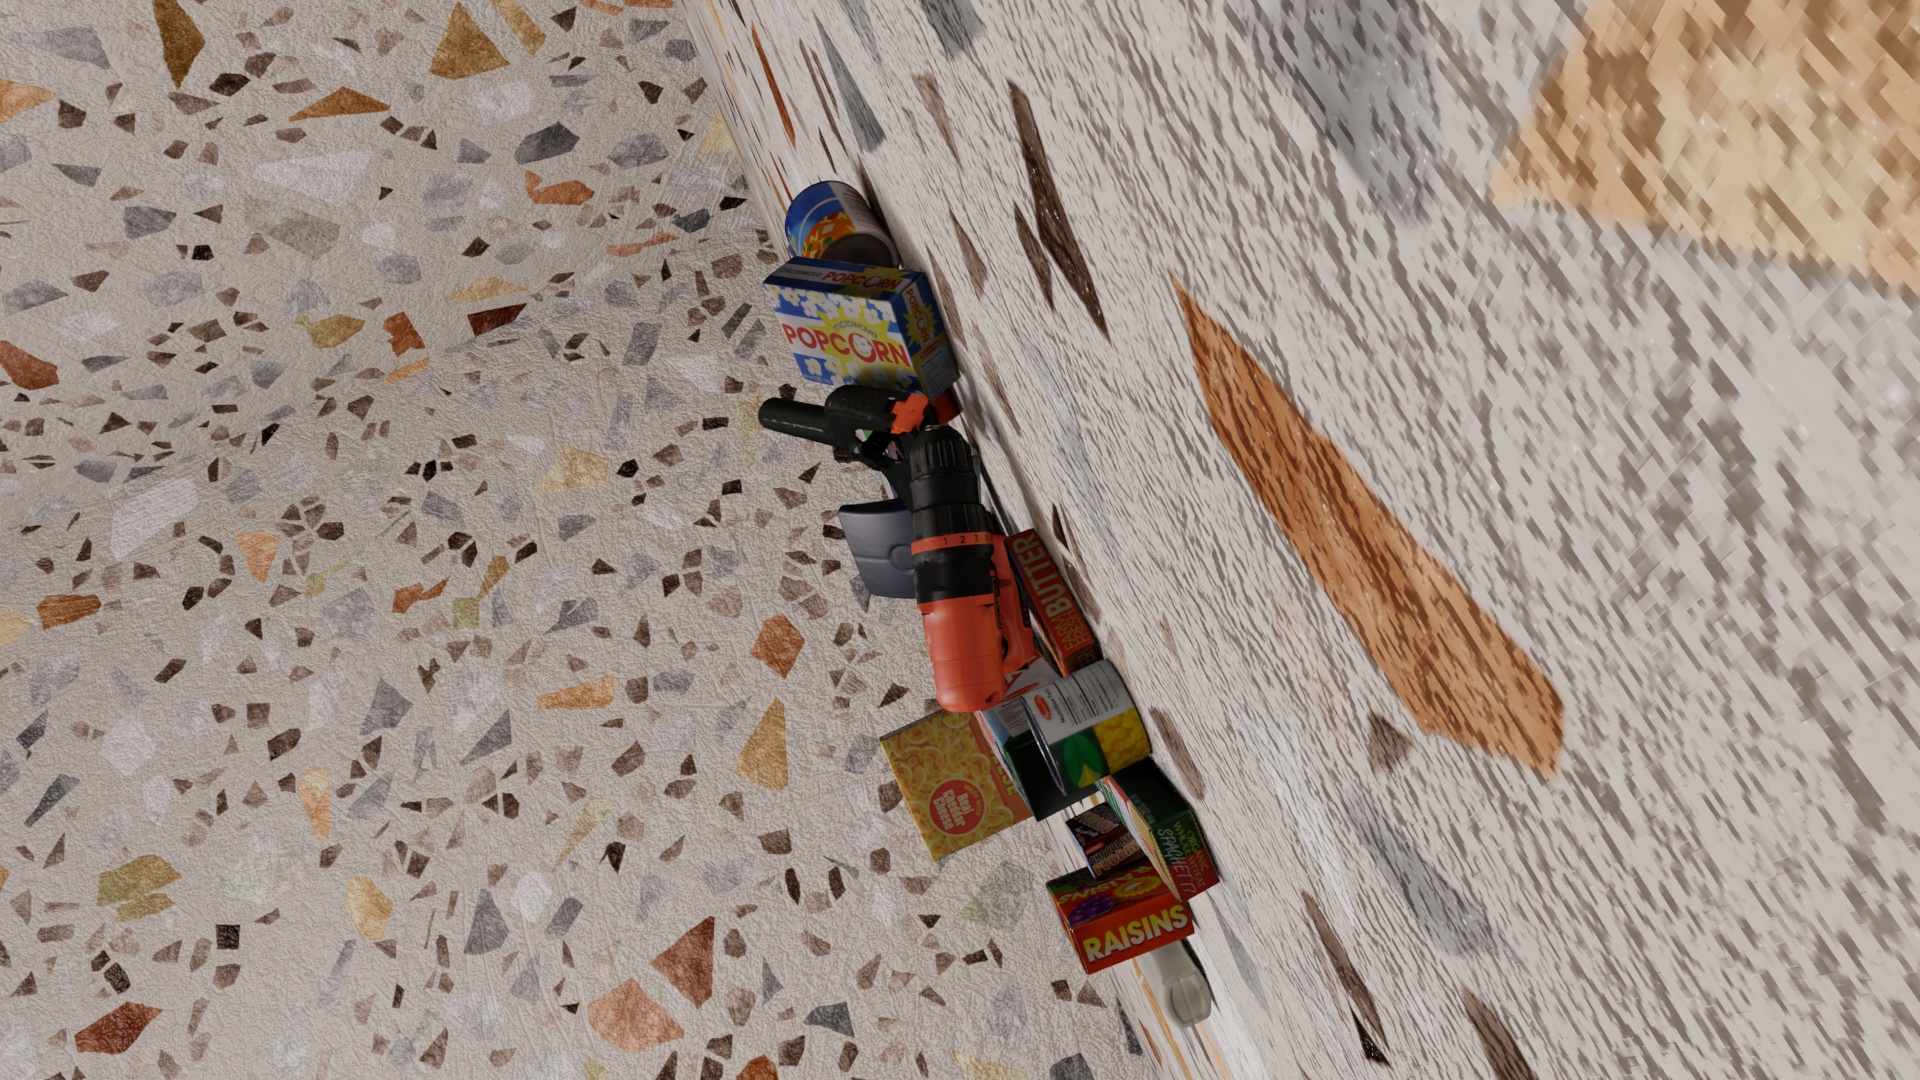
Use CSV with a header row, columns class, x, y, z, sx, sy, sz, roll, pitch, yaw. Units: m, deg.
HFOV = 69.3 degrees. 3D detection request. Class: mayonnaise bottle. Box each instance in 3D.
class,x,y,z,sx,sy,sz,roll,pitch,yaw
mayonnaise bottle,0.159,0.328,1.143,0.148,0.041,0.064,-119,8,-63

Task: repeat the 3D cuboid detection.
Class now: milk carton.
class,x,y,z,sx,sy,sz,roll,pitch,yaw
milk carton,0.055,0.147,1.155,0.072,0.073,0.191,67,173,-23

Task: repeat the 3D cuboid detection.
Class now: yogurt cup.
class,x,y,z,sx,sy,sz,roll,pitch,yaw
yogurt cup,-0.037,-0.104,1.046,0.054,0.072,0.072,59,177,-6

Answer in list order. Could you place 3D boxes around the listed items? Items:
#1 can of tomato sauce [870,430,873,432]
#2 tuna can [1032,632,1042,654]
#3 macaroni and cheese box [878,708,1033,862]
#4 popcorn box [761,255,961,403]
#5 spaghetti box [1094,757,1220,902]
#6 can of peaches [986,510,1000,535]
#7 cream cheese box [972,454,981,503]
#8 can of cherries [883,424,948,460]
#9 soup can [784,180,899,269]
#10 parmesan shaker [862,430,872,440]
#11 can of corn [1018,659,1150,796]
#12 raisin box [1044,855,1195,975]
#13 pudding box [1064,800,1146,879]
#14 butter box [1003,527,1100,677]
class,x,y,z,sx,sy,sz,roll,pitch,yaw
can of tomato sauce,-0.053,-0.118,1.129,0.083,0.071,0.071,103,143,-84
tuna can,0.051,0.095,1.261,0.071,0.033,0.071,161,86,-86
macaroni and cheese box,0.025,0.206,1.291,0.040,0.167,0.123,156,89,-85
popcorn box,-0.069,-0.145,0.949,0.127,0.038,0.084,16,140,39
spaghetti box,0.106,0.153,0.893,0.250,0.029,0.050,-130,16,-76
can of peaches,0.008,0.013,1.139,0.071,0.071,0.058,83,164,-76
cream cheese box,0.004,-0.013,1.073,0.053,0.024,0.103,174,93,-85
can of cherries,-0.041,-0.091,1.206,0.071,0.058,0.071,159,87,-85
soup can,-0.089,-0.215,1.021,0.084,0.071,0.071,-119,6,-48
parmesan shaker,-0.074,-0.147,1.277,0.071,0.071,0.103,87,159,-79
can of corn,0.076,0.115,0.845,0.071,0.058,0.071,160,86,-86
raisin box,0.117,0.273,1.038,0.123,0.086,0.040,-161,52,-85
pudding box,0.115,0.231,1.086,0.084,0.050,0.030,-155,39,-85
butter box,0.060,0.046,0.898,0.053,0.024,0.104,70,175,-52
